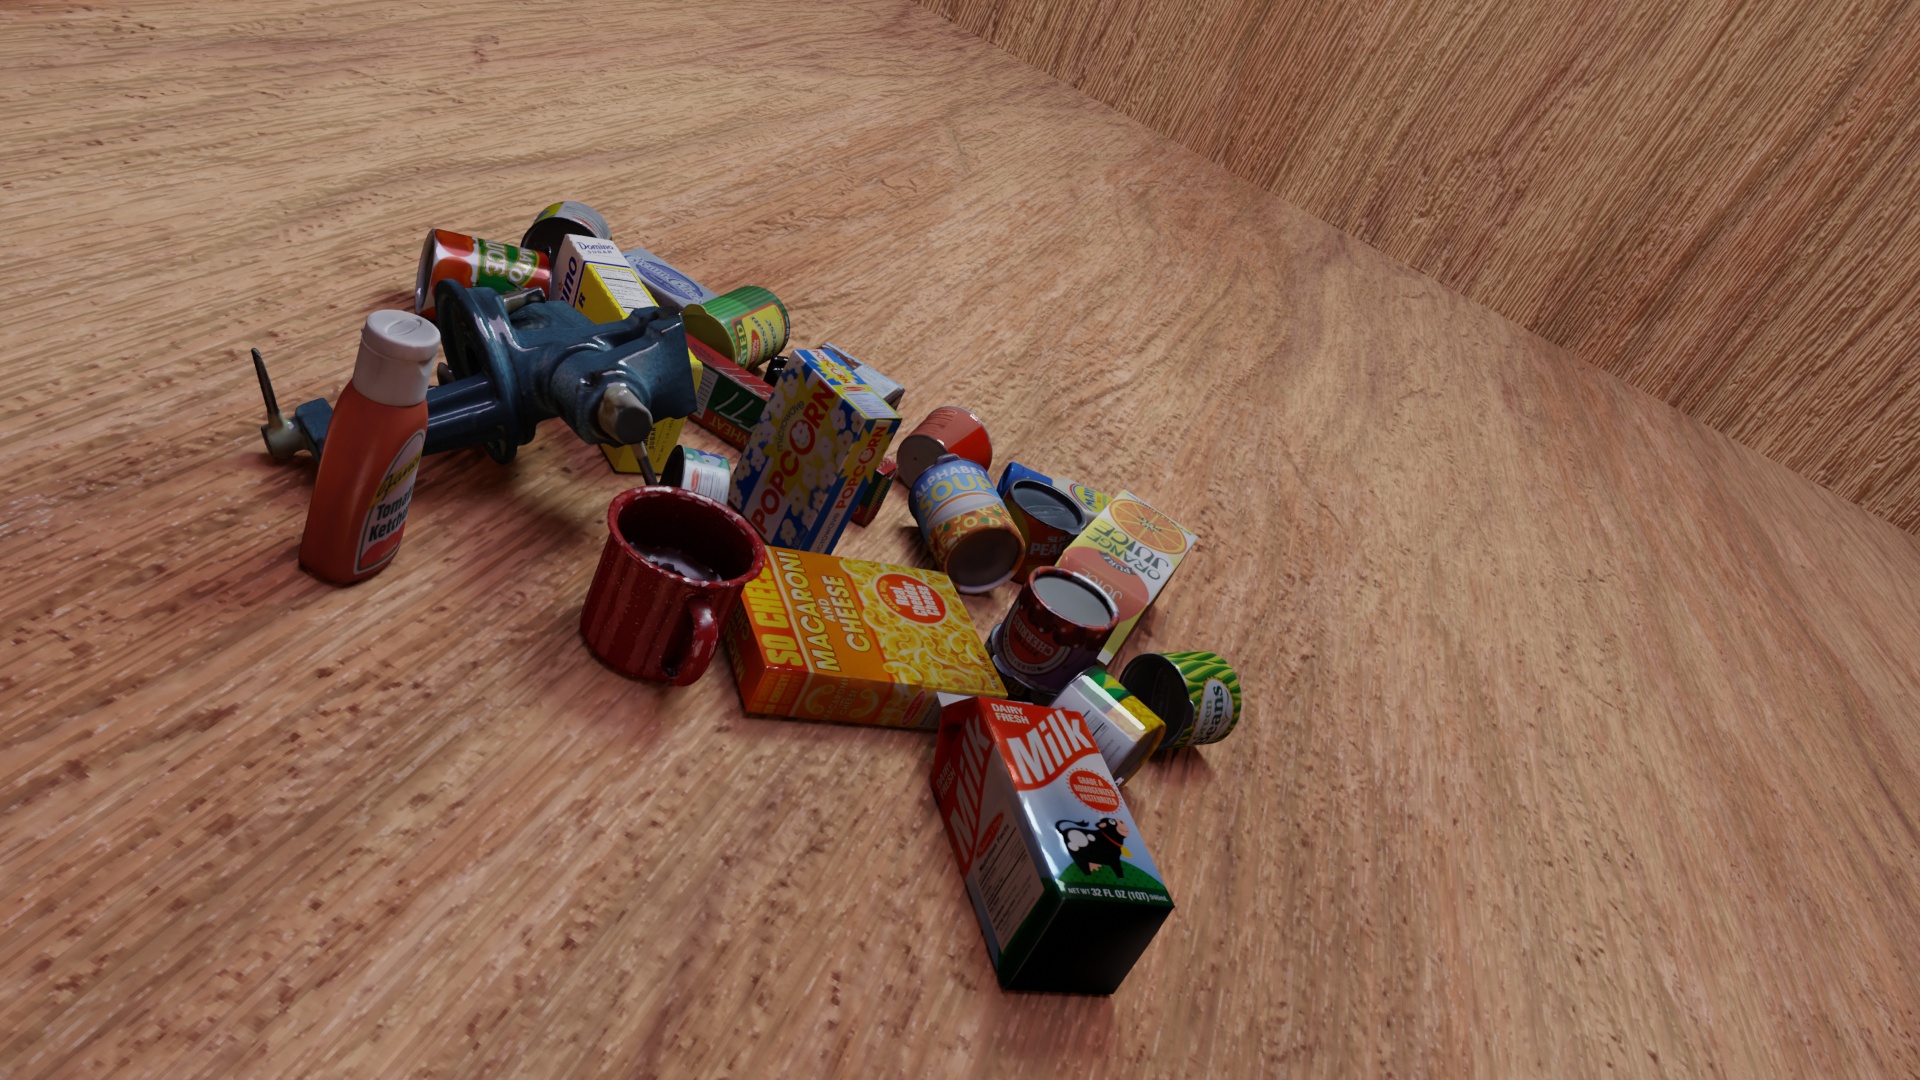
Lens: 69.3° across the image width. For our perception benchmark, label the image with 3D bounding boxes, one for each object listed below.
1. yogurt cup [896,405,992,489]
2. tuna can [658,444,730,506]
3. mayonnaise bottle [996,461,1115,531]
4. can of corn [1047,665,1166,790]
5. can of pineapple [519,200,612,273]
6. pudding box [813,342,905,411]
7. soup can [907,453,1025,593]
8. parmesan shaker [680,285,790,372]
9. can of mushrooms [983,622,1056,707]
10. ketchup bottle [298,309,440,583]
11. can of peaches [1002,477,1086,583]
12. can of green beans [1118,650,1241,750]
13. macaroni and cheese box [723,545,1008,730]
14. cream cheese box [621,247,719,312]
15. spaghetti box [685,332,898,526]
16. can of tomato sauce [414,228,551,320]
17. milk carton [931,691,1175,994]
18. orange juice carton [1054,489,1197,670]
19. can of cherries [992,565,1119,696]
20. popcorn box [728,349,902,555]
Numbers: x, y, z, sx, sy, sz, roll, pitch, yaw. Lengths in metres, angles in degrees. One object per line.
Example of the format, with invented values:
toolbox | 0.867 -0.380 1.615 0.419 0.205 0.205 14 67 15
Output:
yogurt cup | -0.015 -0.069 1.119 0.072 0.072 0.054 35 37 14
tuna can | -0.177 -0.027 0.909 0.033 0.070 0.071 15 31 -25
mayonnaise bottle | 0.102 -0.021 1.161 0.148 0.041 0.065 23 29 -9
can of corn | 0.090 0.123 0.886 0.058 0.070 0.071 41 31 22
can of pineapple | -0.320 -0.236 1.128 0.071 0.070 0.058 19 23 -15
pudding box | -0.095 -0.133 1.190 0.084 0.030 0.050 30 29 6
soup can | 0.004 -0.013 1.032 0.071 0.071 0.084 10 33 -30
parmesan shaker | -0.188 -0.167 1.123 0.071 0.071 0.103 31 28 6
can of mushrooms | 0.042 0.089 0.936 0.071 0.033 0.071 22 29 -12
ketchup bottle | -0.313 -0.051 0.742 0.043 0.148 0.065 26 28 -1
can of peaches | 0.057 -0.005 1.079 0.071 0.057 0.071 22 28 -12
can of green beans | 0.151 0.110 0.960 0.058 0.071 0.071 2 37 -40
macaroni and cheese box | -0.067 0.062 0.879 0.167 0.040 0.124 10 33 -31
cream cheese box | -0.254 -0.214 1.194 0.104 0.024 0.053 33 28 10
spaghetti box | -0.161 -0.096 1.052 0.250 0.050 0.029 32 29 8
can of tomato sauce | -0.351 -0.190 1.023 0.083 0.071 0.071 8 34 -31
milk carton | 0.041 0.154 0.785 0.072 0.073 0.191 11 32 -27
orange juice carton | 0.108 0.036 1.039 0.072 0.072 0.193 33 29 9
can of cherries | 0.061 0.059 0.903 0.071 0.058 0.072 20 30 -12
popcorn box | -0.103 -0.057 0.954 0.038 0.126 0.085 -3 41 -51
